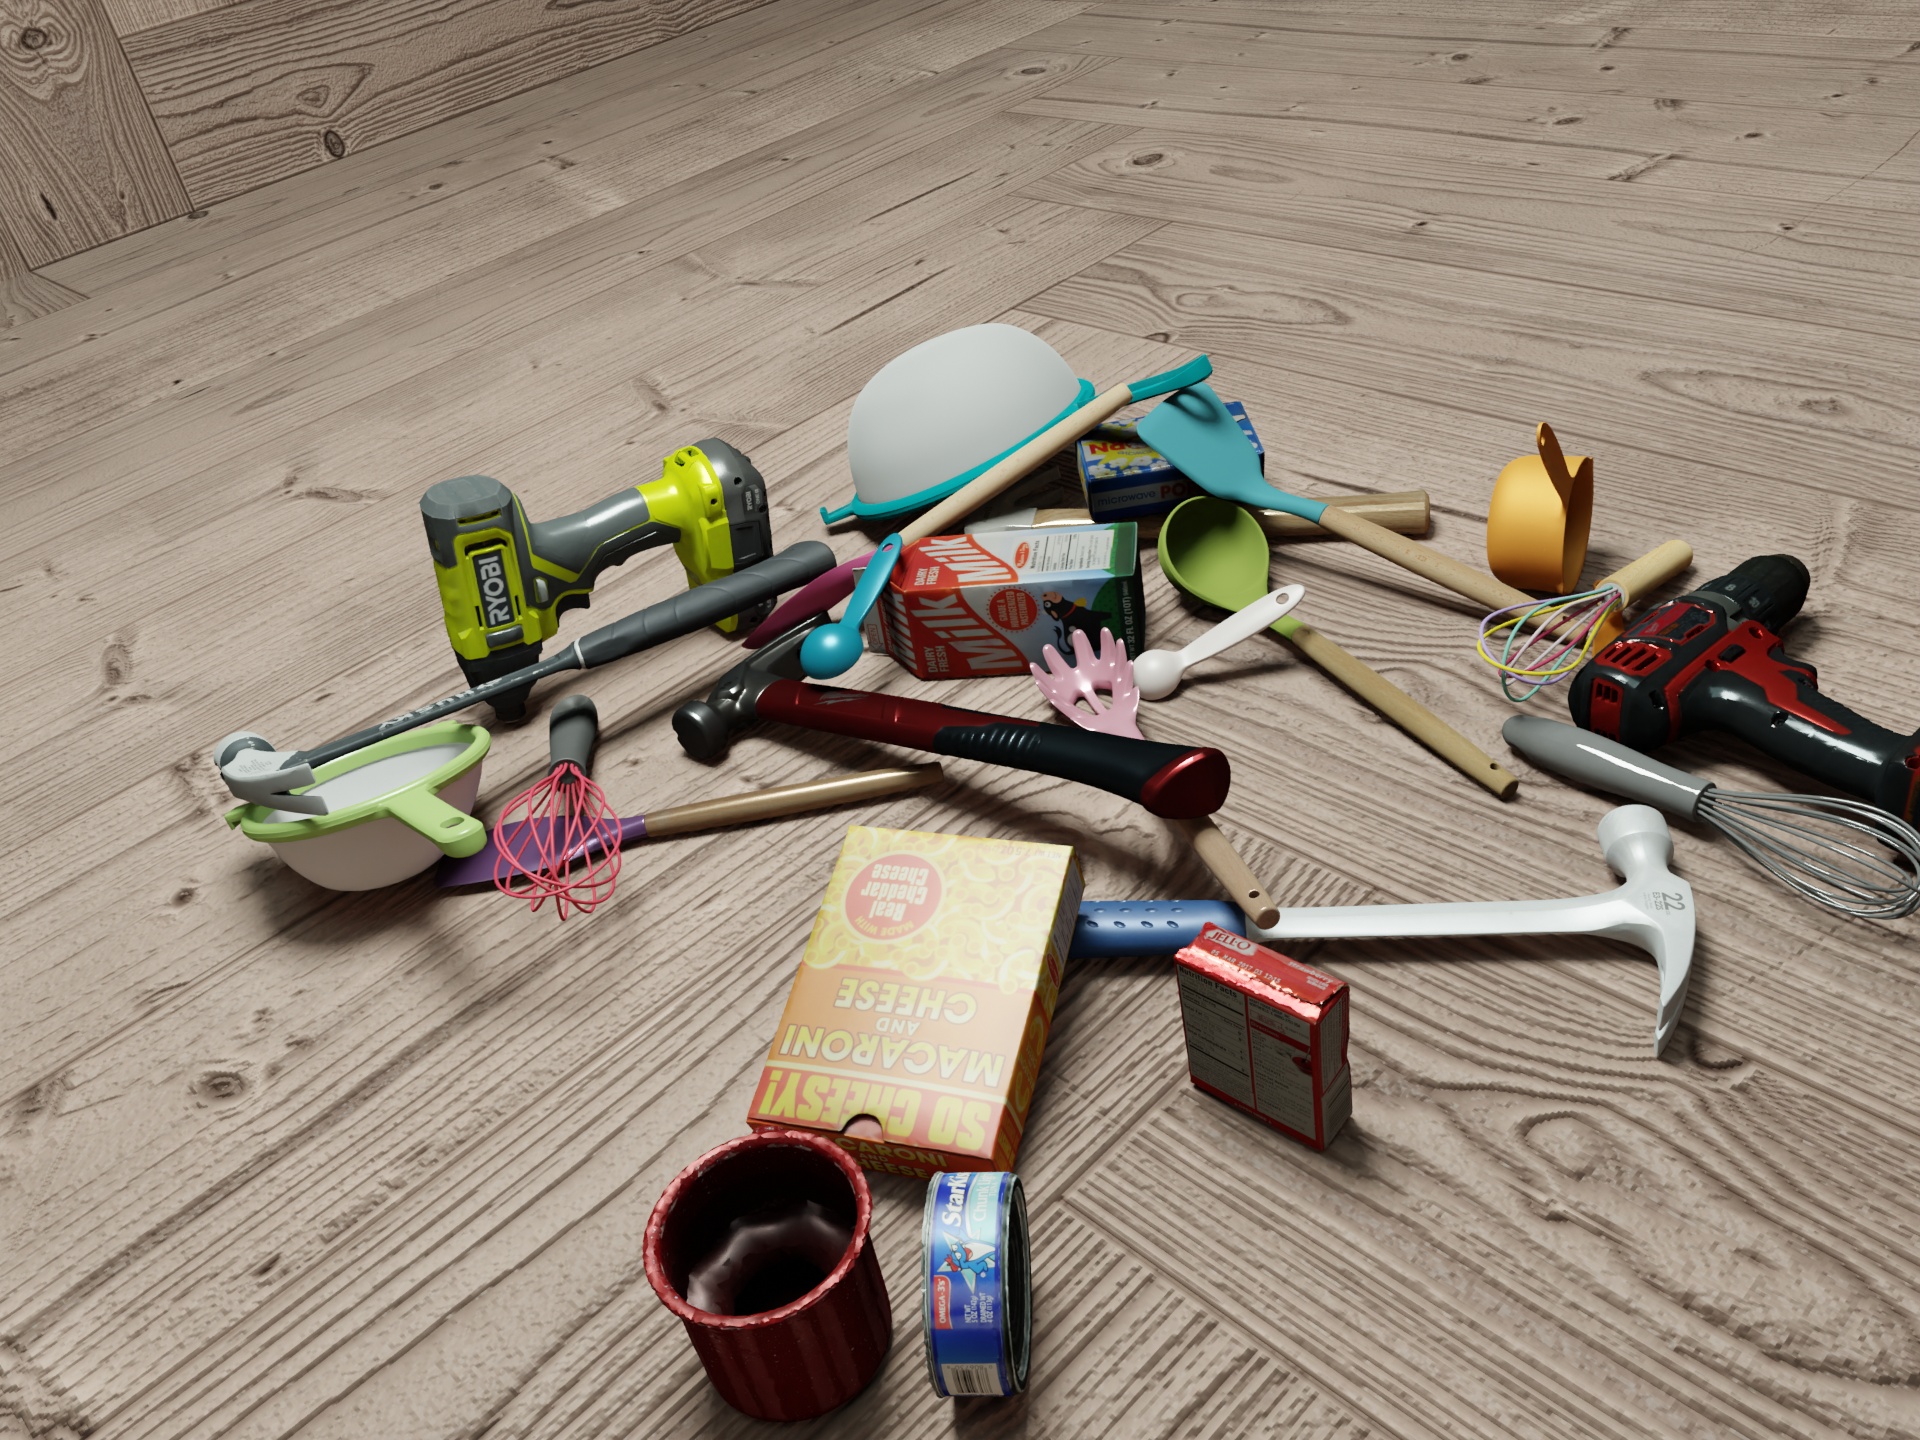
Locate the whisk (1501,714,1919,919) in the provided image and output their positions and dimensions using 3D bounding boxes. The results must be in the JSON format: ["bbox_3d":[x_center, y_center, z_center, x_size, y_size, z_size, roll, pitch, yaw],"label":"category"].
[{"bbox_3d":[0.382,0.042,0.822,0.055,0.055,0.239,-31,35,-25],"label":"whisk"}]

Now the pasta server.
[{"bbox_3d":[0.107,0.025,0.891,0.060,0.040,0.316,-26,27,-2],"label":"pasta server"}]

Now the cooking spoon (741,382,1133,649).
[{"bbox_3d":[-0.018,-0.136,1.095,0.319,0.017,0.068,-34,-7,7],"label":"cooking spoon"}]

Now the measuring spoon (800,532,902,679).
[{"bbox_3d":[-0.068,-0.080,1.022,0.042,0.021,0.129,3,51,31],"label":"measuring spoon"}]

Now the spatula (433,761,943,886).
[{"bbox_3d":[-0.166,0.058,0.973,0.316,0.018,0.060,-10,31,3],"label":"spatula"}]

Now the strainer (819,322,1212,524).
[{"bbox_3d":[0.034,-0.251,1.181,0.340,0.095,0.211,-8,29,47],"label":"strainer"}]

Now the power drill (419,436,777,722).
[{"bbox_3d":[-0.246,-0.100,1.103,0.223,0.171,0.080,-19,35,-26],"label":"power drill"}]

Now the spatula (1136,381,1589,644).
[{"bbox_3d":[0.262,-0.131,1.040,0.318,0.044,0.082,31,51,26],"label":"spatula"}]

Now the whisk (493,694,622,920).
[{"bbox_3d":[-0.238,0.041,0.962,0.073,0.073,0.296,-15,22,-5],"label":"whisk"}]

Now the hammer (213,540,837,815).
[{"bbox_3d":[-0.257,-0.037,1.014,0.409,0.036,0.149,-25,21,-28],"label":"hammer"}]

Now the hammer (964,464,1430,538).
[{"bbox_3d":[0.167,-0.146,1.153,0.331,0.031,0.130,-1,37,14],"label":"hammer"}]

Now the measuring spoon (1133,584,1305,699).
[{"bbox_3d":[0.159,-0.054,0.996,0.124,0.018,0.034,-31,52,14],"label":"measuring spoon"}]

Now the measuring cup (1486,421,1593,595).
[{"bbox_3d":[0.351,-0.141,0.987,0.052,0.173,0.095,9,75,32],"label":"measuring cup"}]

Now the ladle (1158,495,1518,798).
[{"bbox_3d":[0.228,-0.051,0.985,0.078,0.062,0.320,-19,38,-21],"label":"ladle"}]

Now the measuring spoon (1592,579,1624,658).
[{"bbox_3d":[0.396,-0.049,0.975,0.021,0.011,0.117,18,44,6],"label":"measuring spoon"}]

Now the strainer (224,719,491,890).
[{"bbox_3d":[-0.320,0.067,0.927,0.151,0.069,0.256,-27,22,-30],"label":"strainer"}]

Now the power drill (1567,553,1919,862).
[{"bbox_3d":[0.474,-0.018,0.856,0.188,0.080,0.227,-31,37,-26],"label":"power drill"}]

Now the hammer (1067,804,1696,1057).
[{"bbox_3d":[0.155,0.106,0.803,0.405,0.035,0.144,-3,36,12],"label":"hammer"}]

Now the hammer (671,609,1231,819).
[{"bbox_3d":[-0.002,-0.003,0.947,0.386,0.038,0.143,10,38,42],"label":"hammer"}]

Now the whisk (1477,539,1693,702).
[{"bbox_3d":[0.382,-0.066,0.949,0.245,0.051,0.047,-25,12,-40],"label":"whisk"}]
